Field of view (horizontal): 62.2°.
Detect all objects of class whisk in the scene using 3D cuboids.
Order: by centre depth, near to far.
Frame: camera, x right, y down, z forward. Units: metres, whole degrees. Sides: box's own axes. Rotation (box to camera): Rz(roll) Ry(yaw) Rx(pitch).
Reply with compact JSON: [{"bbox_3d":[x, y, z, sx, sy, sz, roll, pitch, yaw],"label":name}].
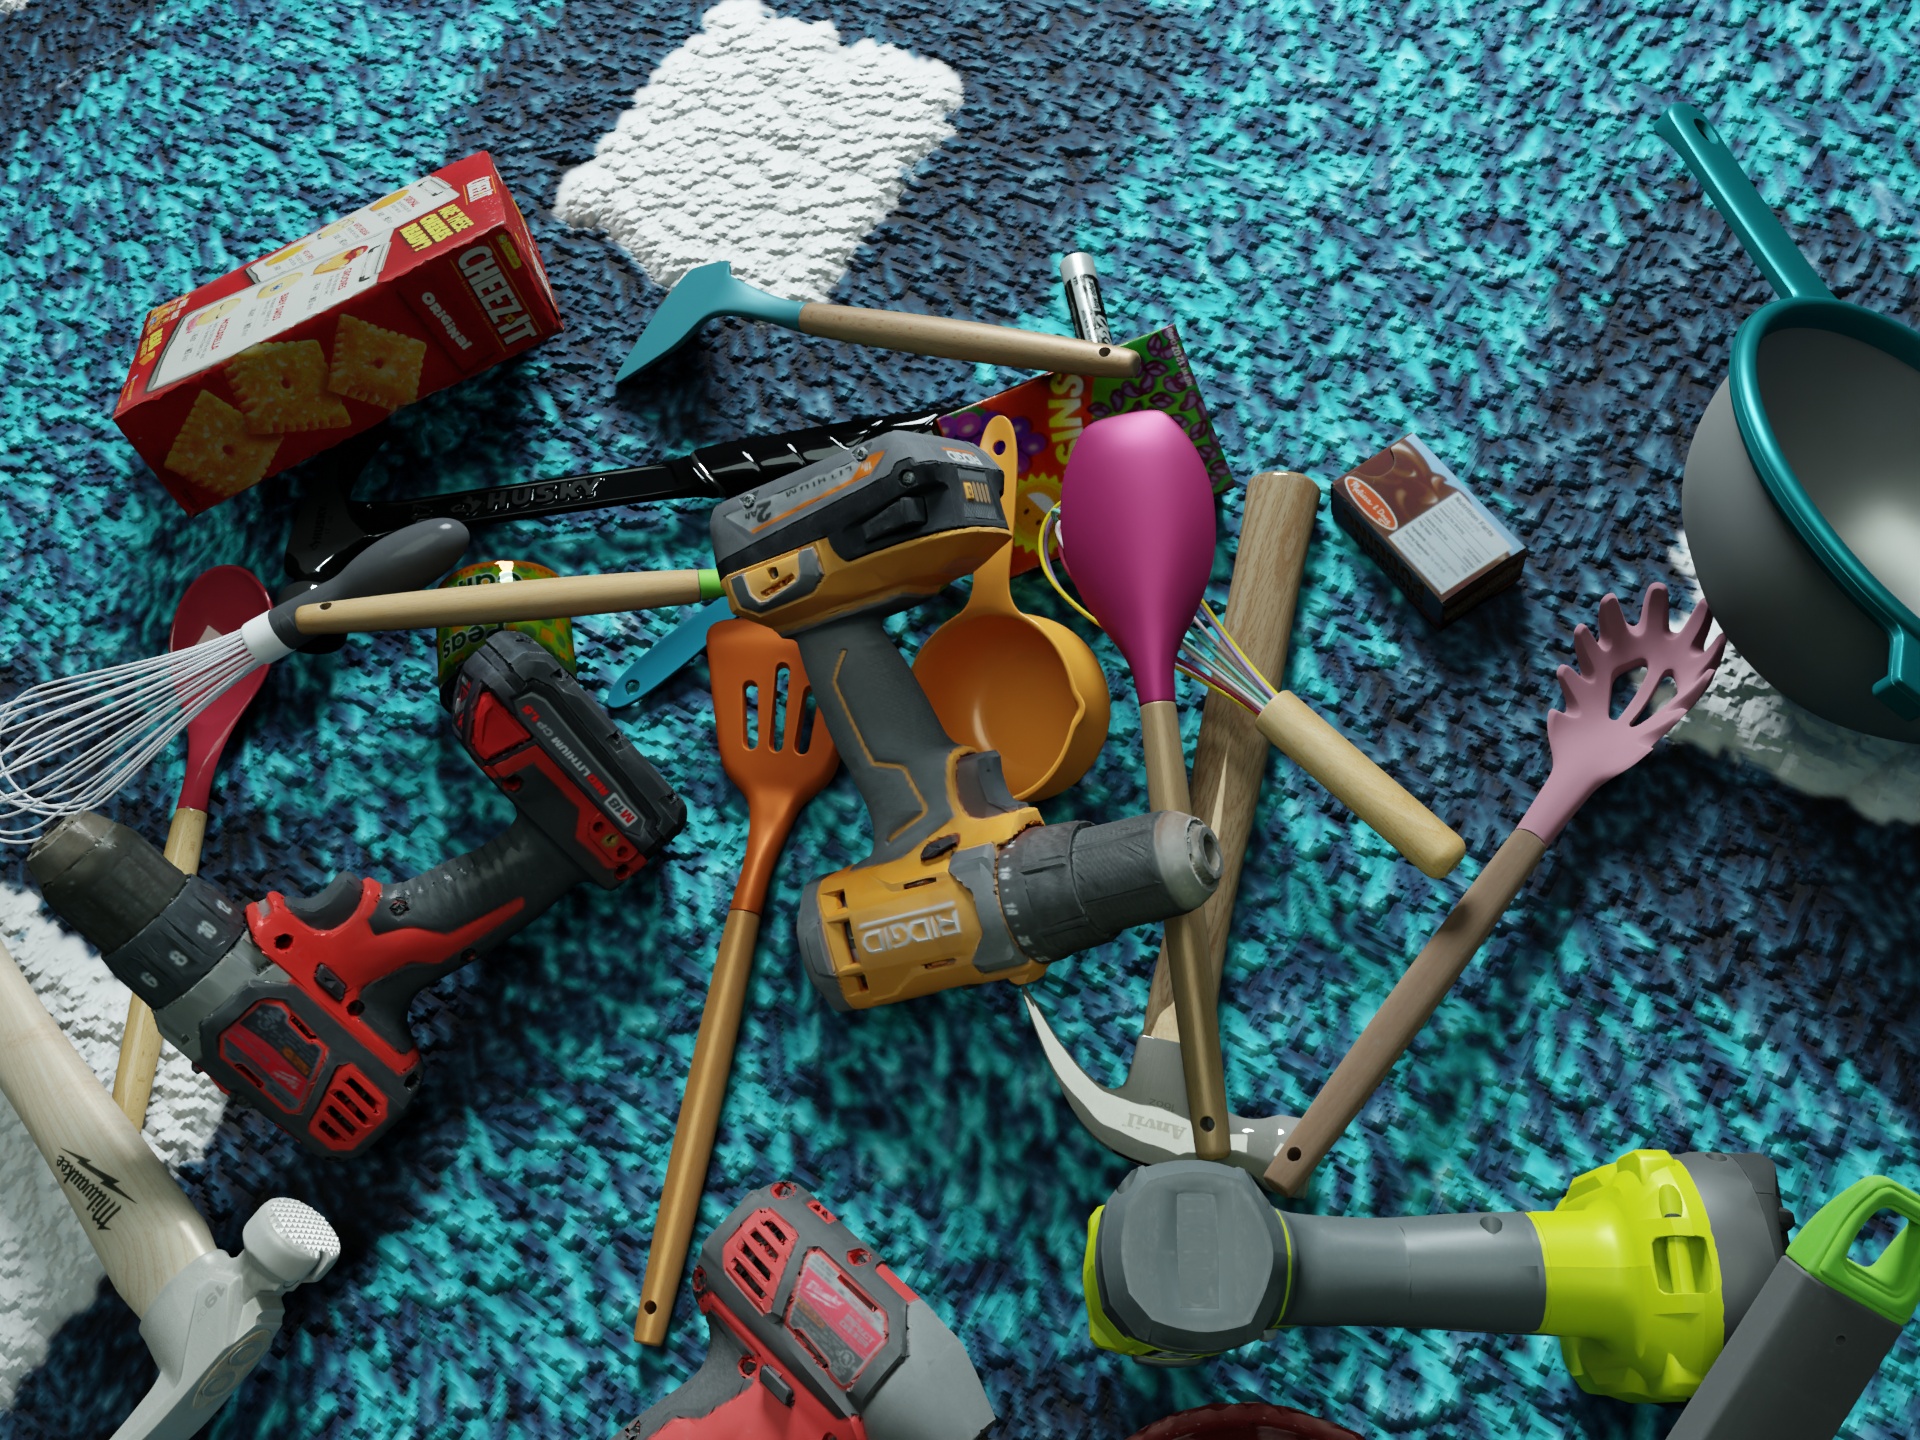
[{"bbox_3d":[0.122,-0.022,0.691,0.047,0.051,0.245,-39,65,-14],"label":"whisk"},{"bbox_3d":[-0.363,-0.024,0.772,0.284,0.070,0.070,-28,64,2],"label":"whisk"}]

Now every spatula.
[{"bbox_3d":[-0.105,0.107,0.710,0.081,0.041,0.323,5,68,12],"label":"spatula"},{"bbox_3d":[-0.051,-0.193,0.799,0.318,0.044,0.082,16,67,29],"label":"spatula"}]

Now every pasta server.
[{"bbox_3d":[0.220,0.065,0.656,0.060,0.040,0.316,28,66,37],"label":"pasta server"}]

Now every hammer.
[{"bbox_3d":[0.115,0.033,0.709,0.130,0.031,0.331,9,67,14],"label":"hammer"},{"bbox_3d":[-0.444,0.157,0.740,0.411,0.038,0.146,40,88,28],"label":"hammer"},{"bbox_3d":[-0.151,-0.128,0.827,0.409,0.036,0.149,-8,59,5],"label":"hammer"}]

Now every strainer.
[{"bbox_3d":[0.359,-0.120,0.687,0.211,0.095,0.341,0,58,-27],"label":"strainer"}]

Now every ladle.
[{"bbox_3d":[-0.385,0.070,0.786,0.069,0.031,0.316,-7,66,19],"label":"ladle"}]

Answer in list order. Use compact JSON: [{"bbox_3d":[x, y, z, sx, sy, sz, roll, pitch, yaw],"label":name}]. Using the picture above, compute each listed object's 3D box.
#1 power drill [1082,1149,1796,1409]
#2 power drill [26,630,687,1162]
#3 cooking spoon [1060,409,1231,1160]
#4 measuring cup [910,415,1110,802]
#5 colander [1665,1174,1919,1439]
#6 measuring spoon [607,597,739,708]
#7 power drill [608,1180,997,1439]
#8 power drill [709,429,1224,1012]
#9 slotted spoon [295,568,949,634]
[{"bbox_3d":[0.156,0.197,0.562,0.223,0.171,0.080,1,66,1],"label":"power drill"},{"bbox_3d":[-0.255,0.058,0.691,0.227,0.187,0.080,-43,23,-11],"label":"power drill"},{"bbox_3d":[0.086,0.018,0.662,0.069,0.017,0.319,-10,75,17],"label":"cooking spoon"},{"bbox_3d":[0.026,-0.047,0.720,0.095,0.052,0.173,1,87,31],"label":"measuring cup"},{"bbox_3d":[0.182,0.314,0.448,0.204,0.094,0.397,29,95,-5],"label":"colander"},{"bbox_3d":[-0.123,-0.044,0.799,0.128,0.021,0.042,-38,61,2],"label":"measuring spoon"},{"bbox_3d":[-0.091,0.302,0.602,0.143,0.078,0.220,36,74,22],"label":"power drill"},{"bbox_3d":[-0.001,-0.002,0.659,0.185,0.084,0.226,-17,85,30],"label":"power drill"},{"bbox_3d":[-0.149,-0.062,0.749,0.313,0.031,0.070,-6,40,-8],"label":"slotted spoon"}]
